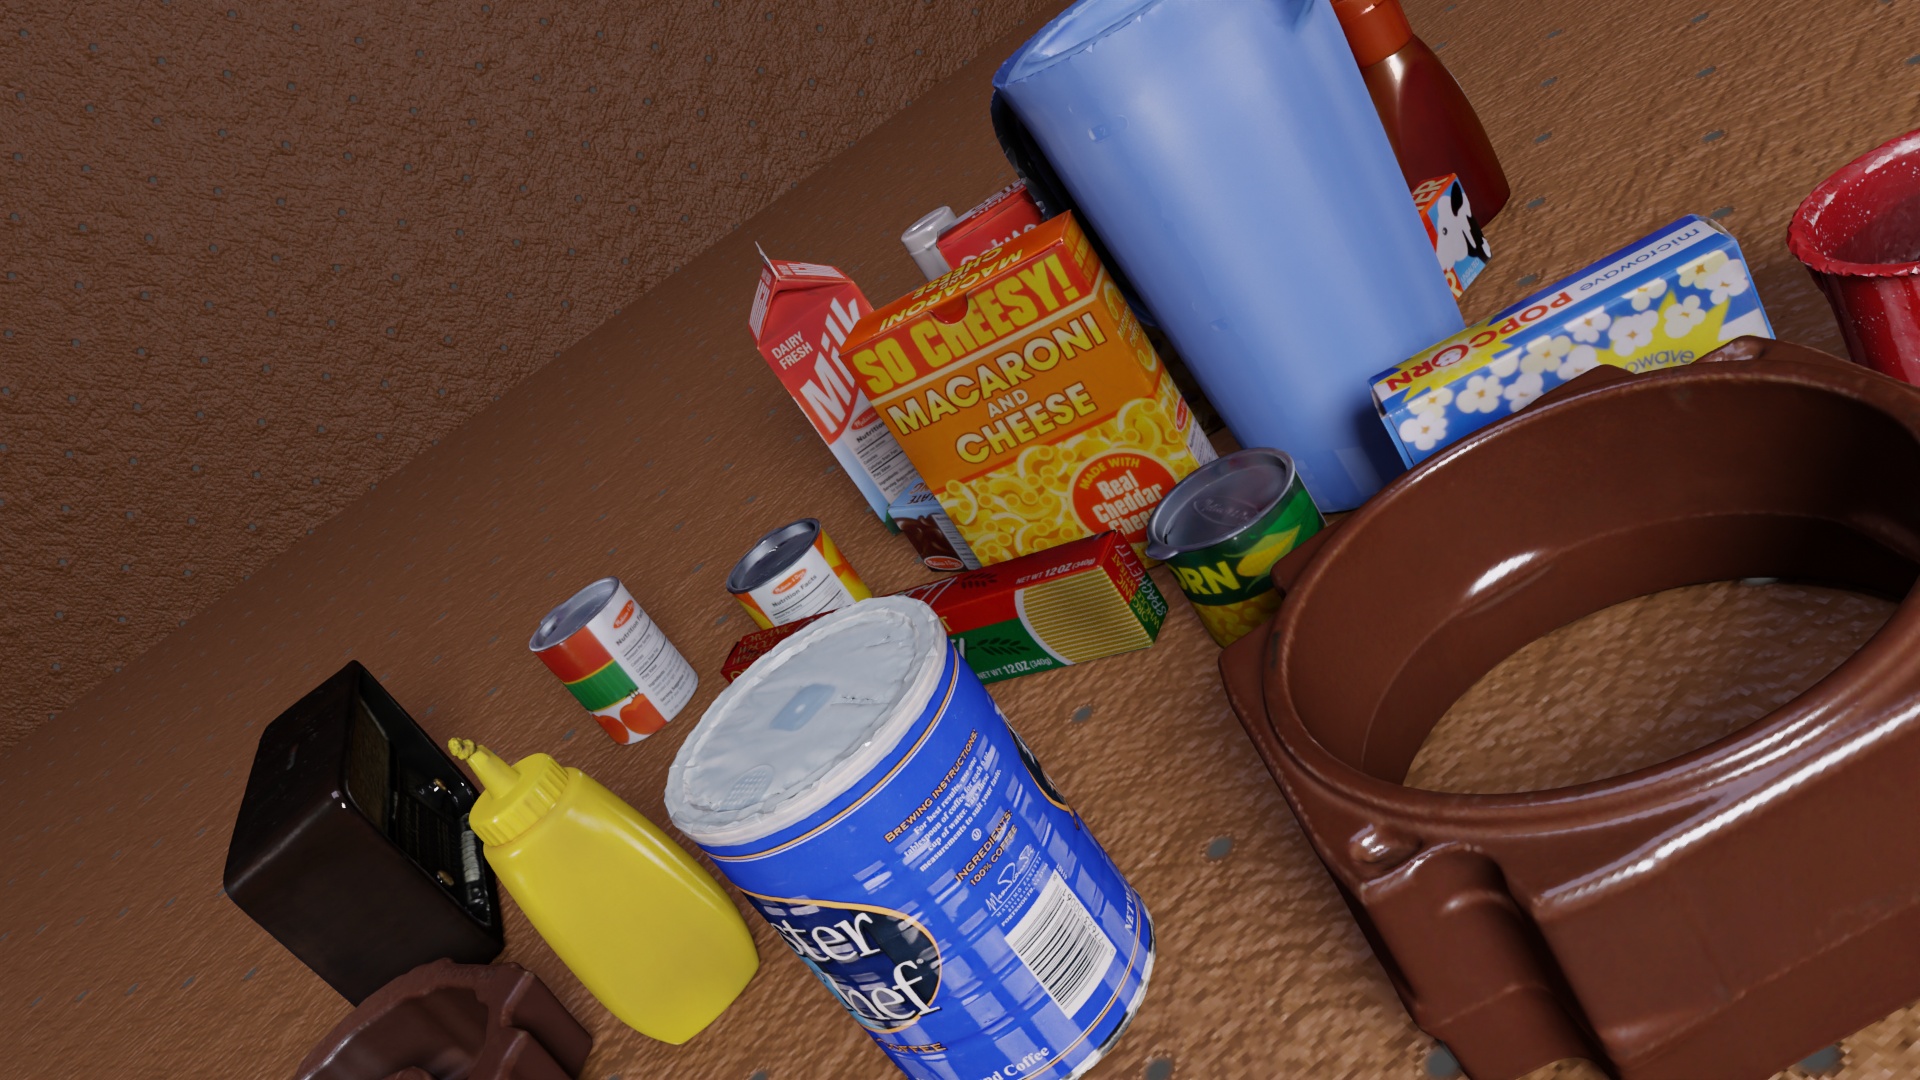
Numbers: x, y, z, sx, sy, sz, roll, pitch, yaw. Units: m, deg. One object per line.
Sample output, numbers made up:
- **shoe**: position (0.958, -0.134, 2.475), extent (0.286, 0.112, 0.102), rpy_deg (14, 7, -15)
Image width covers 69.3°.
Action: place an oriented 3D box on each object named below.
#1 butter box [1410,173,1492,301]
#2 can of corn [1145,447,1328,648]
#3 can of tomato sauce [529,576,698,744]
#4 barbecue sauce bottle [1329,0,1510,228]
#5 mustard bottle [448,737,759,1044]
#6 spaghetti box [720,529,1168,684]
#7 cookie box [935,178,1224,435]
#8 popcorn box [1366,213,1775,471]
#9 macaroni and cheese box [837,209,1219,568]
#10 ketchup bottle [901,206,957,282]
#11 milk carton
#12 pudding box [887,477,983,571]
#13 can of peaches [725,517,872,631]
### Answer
- **butter box**: position (0.229, -0.136, 0.707), extent (0.104, 0.053, 0.024), rpy_deg (-46, 25, -25)
- **can of corn**: position (0.118, 0.006, 0.574), extent (0.071, 0.058, 0.071), rpy_deg (-29, 23, 14)
- **can of tomato sauce**: position (-0.214, 0.075, 0.858), extent (0.071, 0.083, 0.071), rpy_deg (-29, 23, 14)
- **barbecue sauce bottle**: position (0.244, -0.233, 0.754), extent (0.065, 0.148, 0.044), rpy_deg (-40, 23, -12)
- **mustard bottle**: position (-0.148, 0.132, 0.558), extent (0.065, 0.160, 0.049), rpy_deg (-42, 23, -16)
- **spaghetti box**: position (-0.018, 0.050, 0.683), extent (0.249, 0.050, 0.029), rpy_deg (-17, 29, 36)
- **cookie box**: position (0.082, -0.123, 0.733), extent (0.123, 0.167, 0.040), rpy_deg (-31, 23, 10)
- **popcorn box**: position (0.224, -0.047, 0.500), extent (0.126, 0.085, 0.038), rpy_deg (-28, 24, 17)
- **macaroni and cheese box**: position (0.040, -0.054, 0.657), extent (0.123, 0.166, 0.040), rpy_deg (-23, 25, 26)
- **ketchup bottle**: position (0.018, -0.138, 0.875), extent (0.064, 0.148, 0.044), rpy_deg (-30, 23, 13)
- **milk carton**: position (-0.072, -0.105, 0.877), extent (0.073, 0.190, 0.072), rpy_deg (-35, 23, -1)
- **pudding box**: position (0.003, -0.010, 0.772), extent (0.083, 0.049, 0.030), rpy_deg (-2, 39, 52)
- **can of peaches**: position (-0.094, 0.028, 0.818), extent (0.071, 0.058, 0.071), rpy_deg (-29, 23, 14)
